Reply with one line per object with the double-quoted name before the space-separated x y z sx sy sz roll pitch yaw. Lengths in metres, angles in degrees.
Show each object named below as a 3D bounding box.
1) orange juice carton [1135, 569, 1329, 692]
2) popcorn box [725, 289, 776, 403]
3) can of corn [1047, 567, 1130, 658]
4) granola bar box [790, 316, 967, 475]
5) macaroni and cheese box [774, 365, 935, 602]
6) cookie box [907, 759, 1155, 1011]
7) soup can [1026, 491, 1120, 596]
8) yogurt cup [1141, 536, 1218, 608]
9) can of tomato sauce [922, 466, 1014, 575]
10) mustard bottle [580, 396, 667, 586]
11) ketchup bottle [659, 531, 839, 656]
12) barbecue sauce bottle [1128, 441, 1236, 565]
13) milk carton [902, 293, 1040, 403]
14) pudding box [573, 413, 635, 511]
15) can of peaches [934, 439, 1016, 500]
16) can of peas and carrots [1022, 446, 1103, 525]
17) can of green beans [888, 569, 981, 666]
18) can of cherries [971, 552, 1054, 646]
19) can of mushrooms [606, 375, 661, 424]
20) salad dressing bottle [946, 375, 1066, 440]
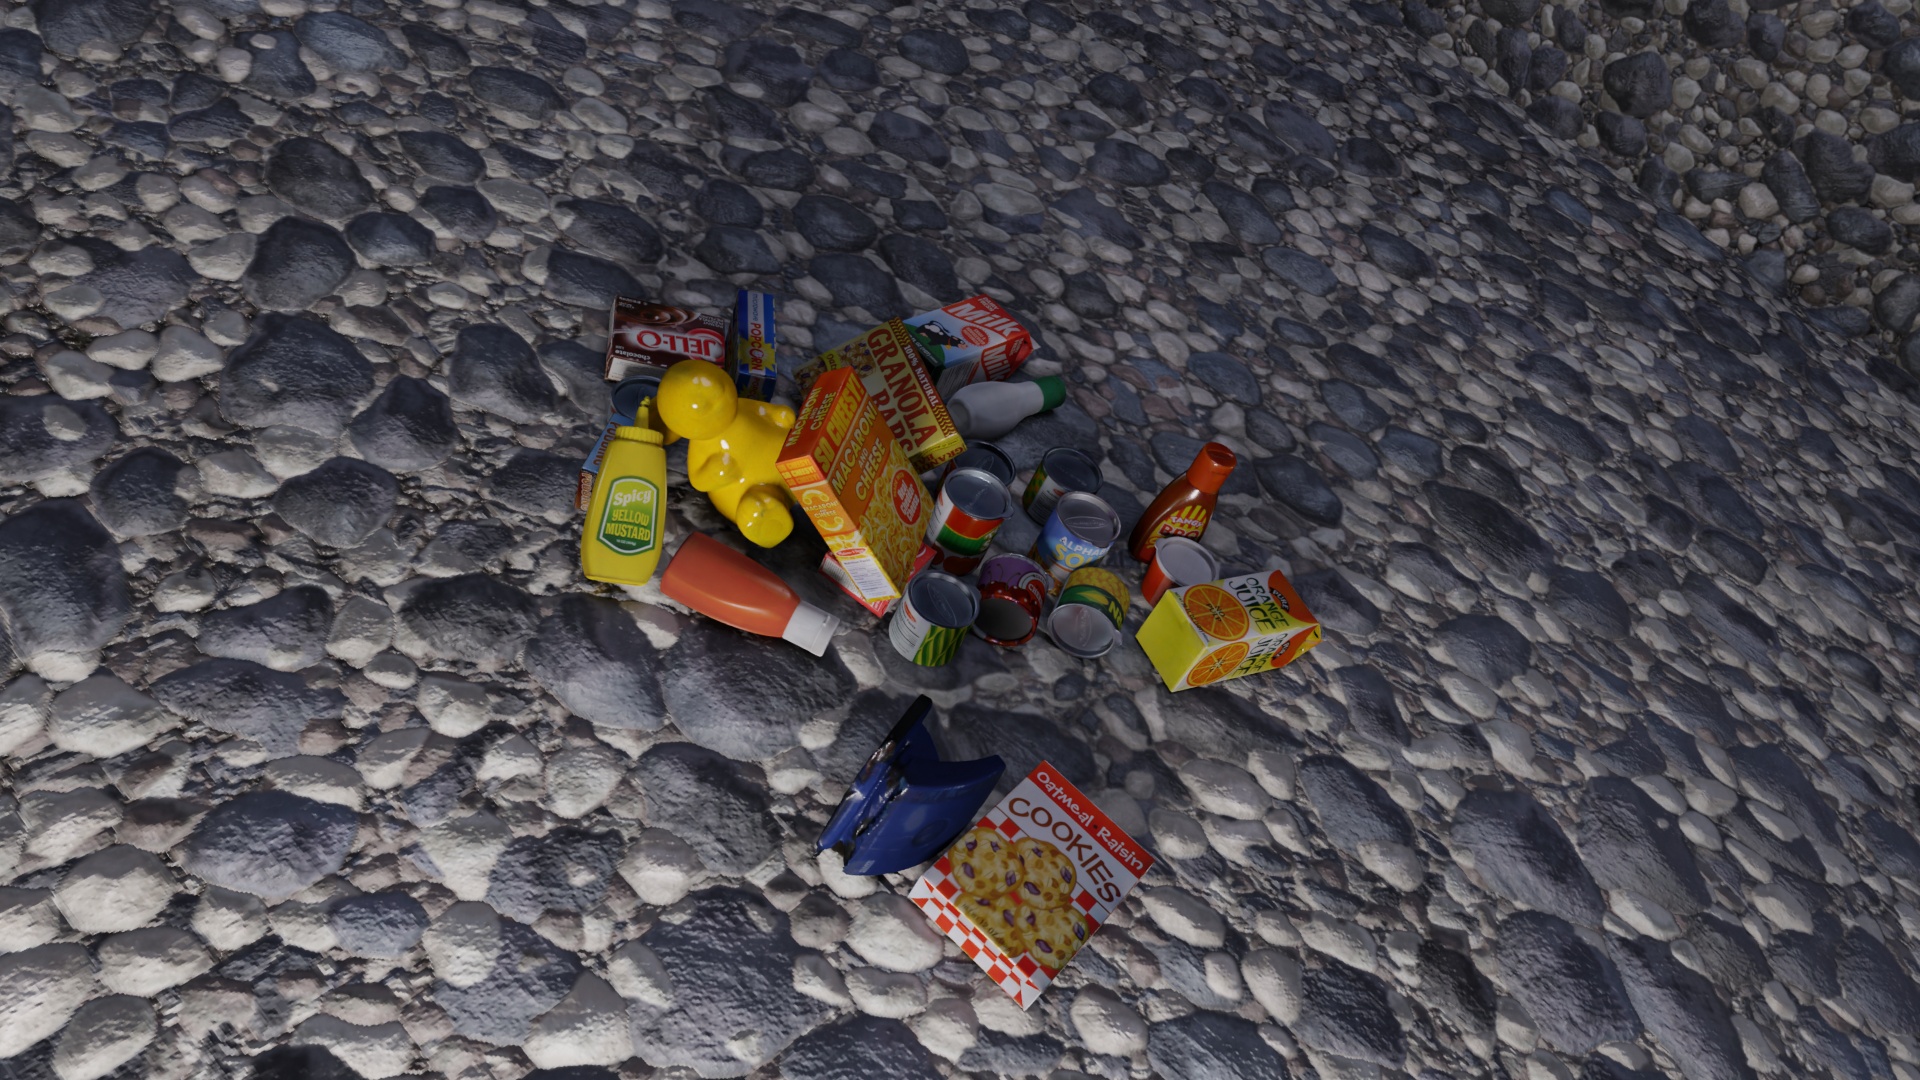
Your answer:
"orange juice carton" 0.275 0.083 1.354 0.193 0.072 0.072 -8 53 -33
"popcorn box" -0.206 -0.172 1.351 0.038 0.084 0.127 8 46 -18
"can of corn" 0.123 0.068 1.297 0.071 0.070 0.058 28 42 0
"granola bar box" -0.081 -0.127 1.358 0.124 0.039 0.166 -27 57 2
"macaroni and cheese box" -0.088 -0.047 1.202 0.166 0.040 0.124 59 33 -34
"cookie box" 0.059 0.266 1.093 0.123 0.040 0.168 41 45 14
"soup can" 0.108 0.006 1.337 0.071 0.083 0.072 14 44 -14
"yogurt cup" 0.215 0.038 1.382 0.072 0.053 0.073 14 44 -14
"can of tomato sauce" 0.005 -0.016 1.308 0.071 0.082 0.071 14 44 -14
"mustard bottle" -0.276 -0.044 1.161 0.065 0.048 0.160 9 83 -23
"ketchup bottle" -0.176 0.049 1.182 0.149 0.043 0.065 27 43 -1
"barbecue sauce bottle" 0.226 -0.035 1.389 0.065 0.147 0.044 11 44 -17
"milk carton" 0.004 -0.207 1.500 0.191 0.073 0.072 -26 63 -41
"pudding box" -0.310 -0.066 1.224 0.030 0.049 0.084 21 42 -5
"can of peaches" 0.012 -0.058 1.371 0.071 0.057 0.071 14 45 -14
"can of peas and carrots" 0.104 -0.054 1.412 0.071 0.058 0.071 15 43 -14
"can of green beans" -0.024 0.069 1.229 0.071 0.057 0.071 14 44 -14
"can of cherries" 0.046 0.054 1.270 0.071 0.071 0.059 25 43 -3
"can of mushrooms" -0.292 -0.119 1.296 0.071 0.033 0.071 14 43 -14
"salad dressing bottle" 0.052 -0.146 1.488 0.148 0.043 0.064 -19 58 -40
